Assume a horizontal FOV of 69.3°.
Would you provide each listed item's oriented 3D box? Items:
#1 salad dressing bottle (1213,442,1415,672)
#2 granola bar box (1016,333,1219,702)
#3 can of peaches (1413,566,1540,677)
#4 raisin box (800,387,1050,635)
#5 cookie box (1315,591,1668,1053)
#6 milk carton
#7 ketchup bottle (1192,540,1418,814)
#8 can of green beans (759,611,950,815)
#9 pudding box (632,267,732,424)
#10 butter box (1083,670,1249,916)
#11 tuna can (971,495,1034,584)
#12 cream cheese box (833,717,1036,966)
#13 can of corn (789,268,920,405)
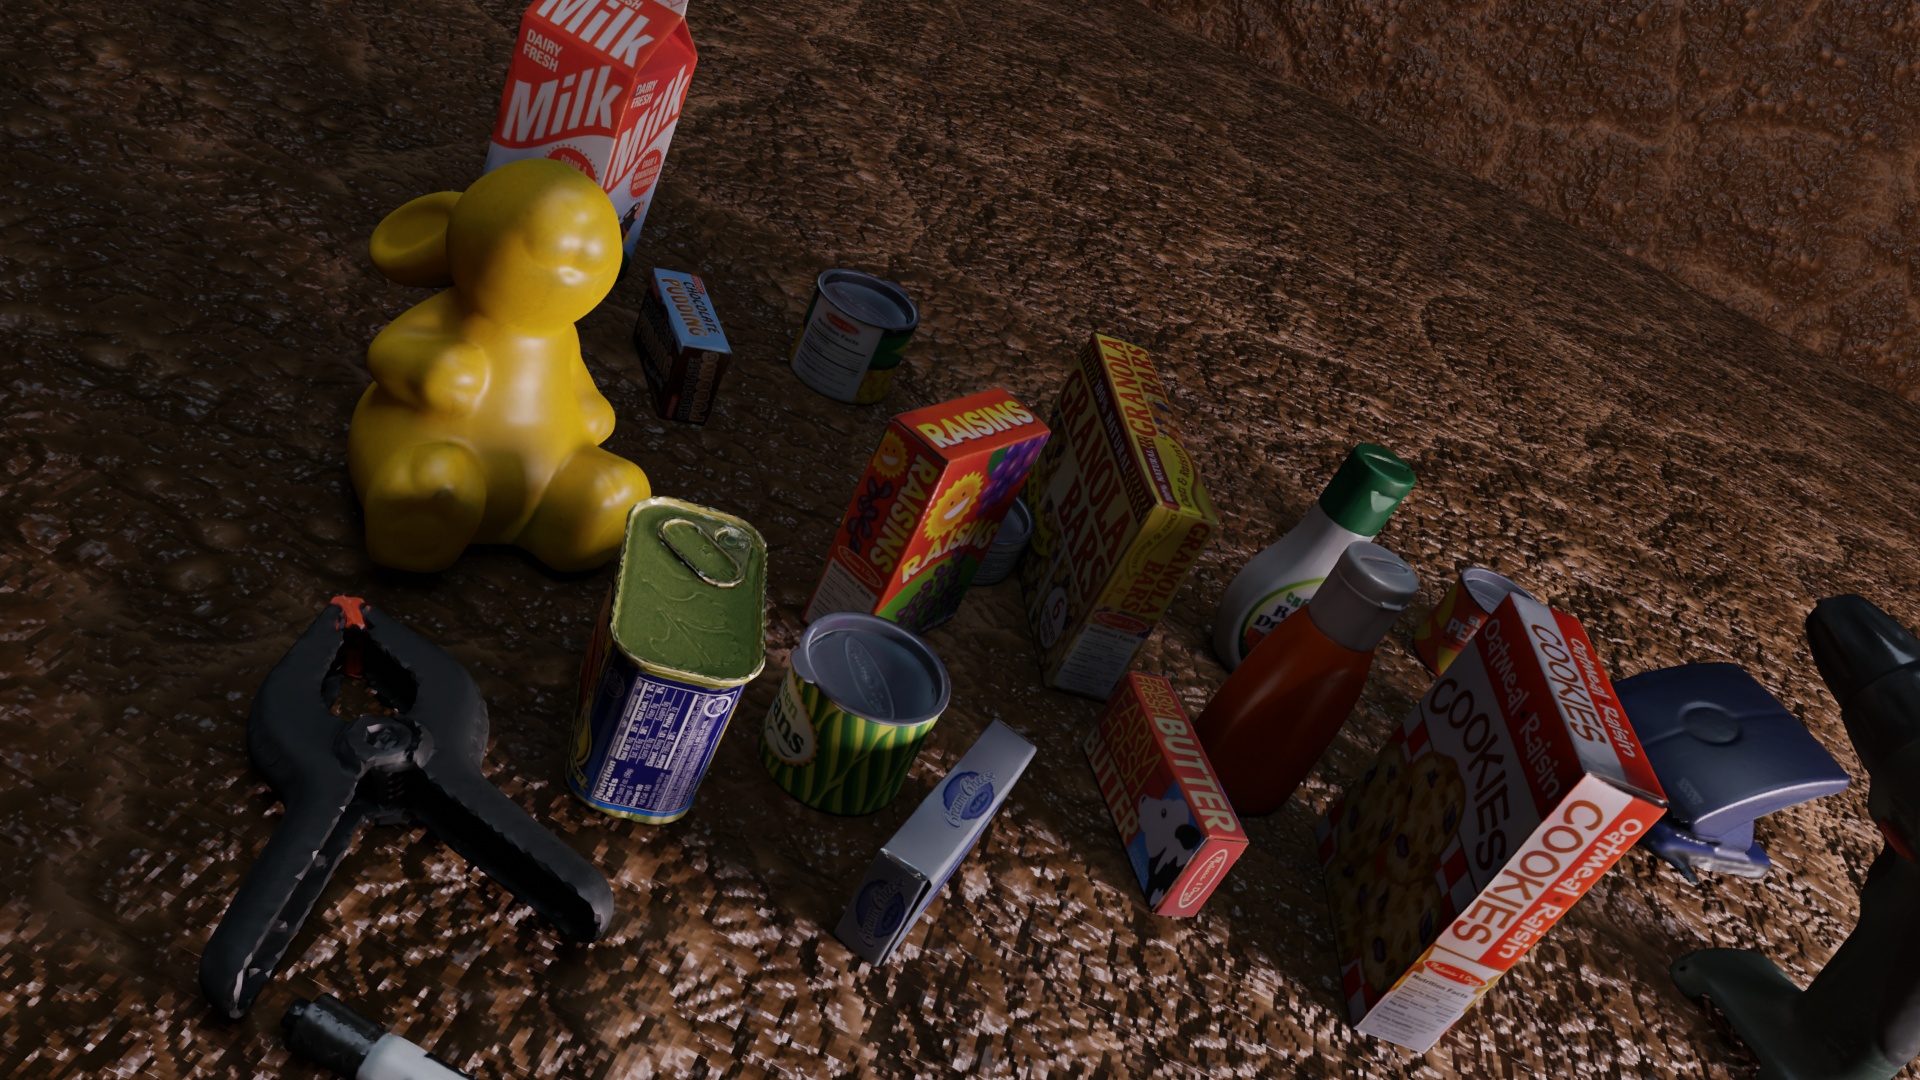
[{"bbox_3d":[0.194,0.014,0.766,0.064,0.147,0.044,17,33,-17],"label":"salad dressing bottle"},{"bbox_3d":[0.073,-0.016,0.742,0.039,0.123,0.166,16,33,-18],"label":"granola bar box"},{"bbox_3d":[0.333,0.060,0.888,0.071,0.057,0.071,19,32,-13],"label":"can of peaches"},{"bbox_3d":[-0.017,-0.008,0.663,0.040,0.122,0.086,41,34,21],"label":"raisin box"},{"bbox_3d":[0.224,0.123,0.612,0.040,0.166,0.123,22,32,-8],"label":"cookie box"},{"bbox_3d":[-0.210,-0.234,0.783,0.072,0.189,0.074,29,31,3],"label":"milk carton"},{"bbox_3d":[0.163,0.067,0.664,0.065,0.148,0.044,11,35,-25],"label":"ketchup bottle"},{"bbox_3d":[-0.046,0.073,0.586,0.071,0.057,0.071,19,32,-13],"label":"can of green beans"},{"bbox_3d":[-0.156,-0.110,0.776,0.030,0.049,0.084,6,37,-31],"label":"pudding box"},{"bbox_3d":[0.091,0.113,0.634,0.024,0.053,0.104,11,35,-25],"label":"butter box"},{"bbox_3d":[0.003,-0.010,0.766,0.071,0.032,0.071,19,32,-13],"label":"tuna can"},{"bbox_3d":[-0.008,0.118,0.553,0.024,0.053,0.104,34,32,10],"label":"cream cheese box"},{"bbox_3d":[-0.065,-0.126,0.860,0.071,0.058,0.071,19,32,-13],"label":"can of corn"}]
